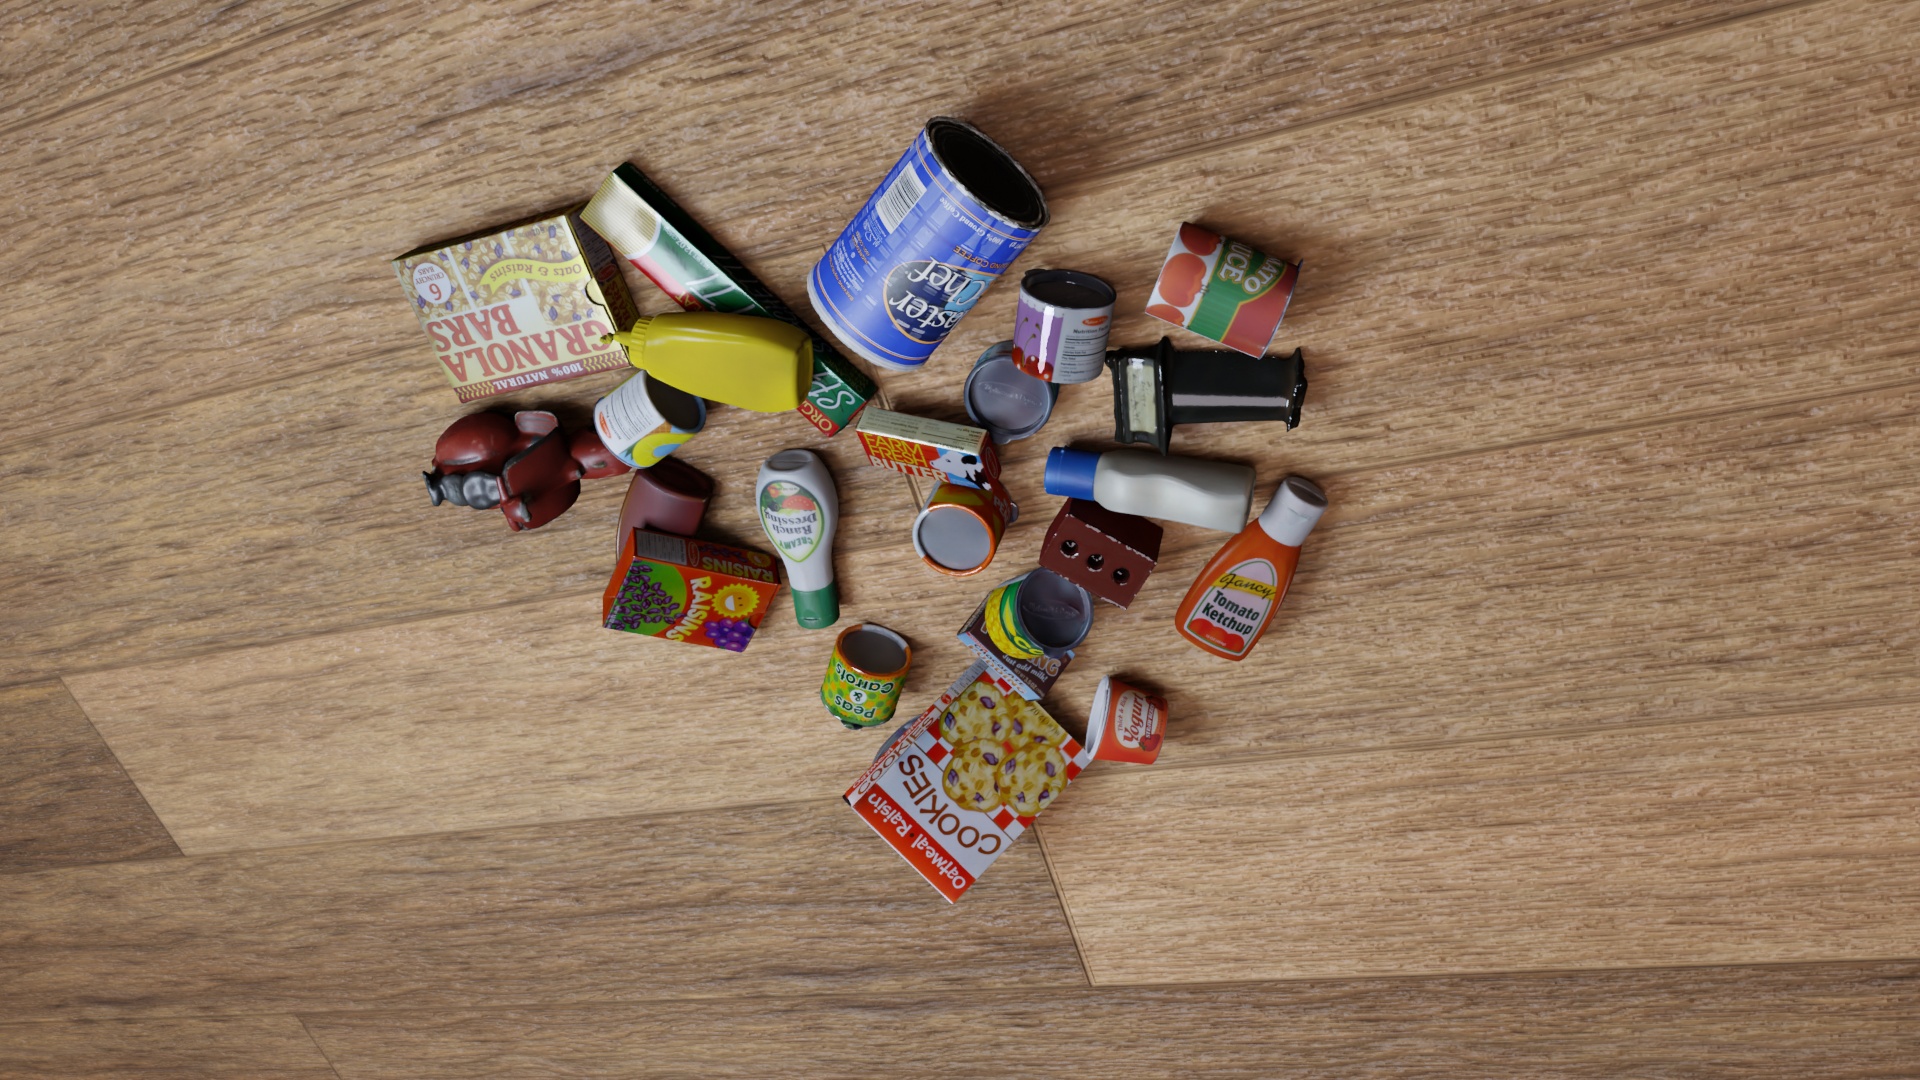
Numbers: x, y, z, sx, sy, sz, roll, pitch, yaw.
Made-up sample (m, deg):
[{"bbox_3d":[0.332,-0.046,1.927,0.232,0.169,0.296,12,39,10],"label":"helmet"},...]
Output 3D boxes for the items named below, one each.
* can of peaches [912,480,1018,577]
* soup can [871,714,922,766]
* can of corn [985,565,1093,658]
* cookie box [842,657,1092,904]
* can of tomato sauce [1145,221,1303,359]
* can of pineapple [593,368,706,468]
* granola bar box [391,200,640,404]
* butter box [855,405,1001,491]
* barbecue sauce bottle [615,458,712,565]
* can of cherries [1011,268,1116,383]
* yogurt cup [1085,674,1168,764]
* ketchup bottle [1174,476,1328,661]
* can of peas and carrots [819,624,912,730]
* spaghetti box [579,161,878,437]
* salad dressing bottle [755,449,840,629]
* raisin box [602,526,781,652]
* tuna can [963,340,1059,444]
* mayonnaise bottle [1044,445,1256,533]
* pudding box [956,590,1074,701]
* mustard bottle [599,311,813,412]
[{"bbox_3d":[0.004,-0.013,1.062,0.071,0.058,0.071,7,121,12],"label":"can of peaches"},{"bbox_3d":[-0.022,0.200,1.191,0.071,0.072,0.083,-36,106,30],"label":"soup can"},{"bbox_3d":[0.060,0.059,1.071,0.071,0.071,0.058,43,156,-11],"label":"can of corn"},{"bbox_3d":[0.006,0.195,1.143,0.167,0.040,0.123,-45,103,-6],"label":"cookie box"},{"bbox_3d":[0.173,-0.167,0.918,0.083,0.071,0.070,22,123,3],"label":"can of tomato sauce"},{"bbox_3d":[-0.239,-0.098,1.079,0.057,0.071,0.071,-30,108,28],"label":"can of pineapple"},{"bbox_3d":[-0.339,-0.181,1.073,0.165,0.039,0.123,-9,117,21],"label":"granola bar box"},{"bbox_3d":[-0.024,-0.069,1.035,0.103,0.024,0.053,13,154,21],"label":"butter box"},{"bbox_3d":[-0.258,0.002,1.155,0.065,0.044,0.147,24,124,-8],"label":"barbecue sauce bottle"},{"bbox_3d":[0.069,-0.149,0.962,0.071,0.072,0.058,12,123,9],"label":"can of cherries"},{"bbox_3d":[0.134,0.148,1.118,0.054,0.073,0.072,13,123,-1],"label":"yogurt cup"},{"bbox_3d":[0.219,0.020,1.030,0.065,0.044,0.148,27,123,0],"label":"ketchup bottle"},{"bbox_3d":[-0.079,0.113,1.153,0.071,0.071,0.058,21,123,3],"label":"can of peas and carrots"},{"bbox_3d":[-0.170,-0.176,1.034,0.250,0.029,0.050,42,123,-10],"label":"spaghetti box"},{"bbox_3d":[-0.125,0.001,1.116,0.064,0.044,0.147,1,120,14],"label":"salad dressing bottle"},{"bbox_3d":[-0.221,0.042,1.140,0.123,0.040,0.085,13,127,-26],"label":"raisin box"},{"bbox_3d":[0.037,-0.108,1.012,0.071,0.033,0.070,7,121,12],"label":"tuna can"},{"bbox_3d":[0.137,-0.040,1.008,0.148,0.065,0.041,9,117,15],"label":"mayonnaise bottle"},{"bbox_3d":[0.045,0.083,1.111,0.083,0.050,0.030,43,158,-10],"label":"pudding box"},{"bbox_3d":[-0.188,-0.138,1.014,0.160,0.049,0.065,13,125,10],"label":"mustard bottle"}]
